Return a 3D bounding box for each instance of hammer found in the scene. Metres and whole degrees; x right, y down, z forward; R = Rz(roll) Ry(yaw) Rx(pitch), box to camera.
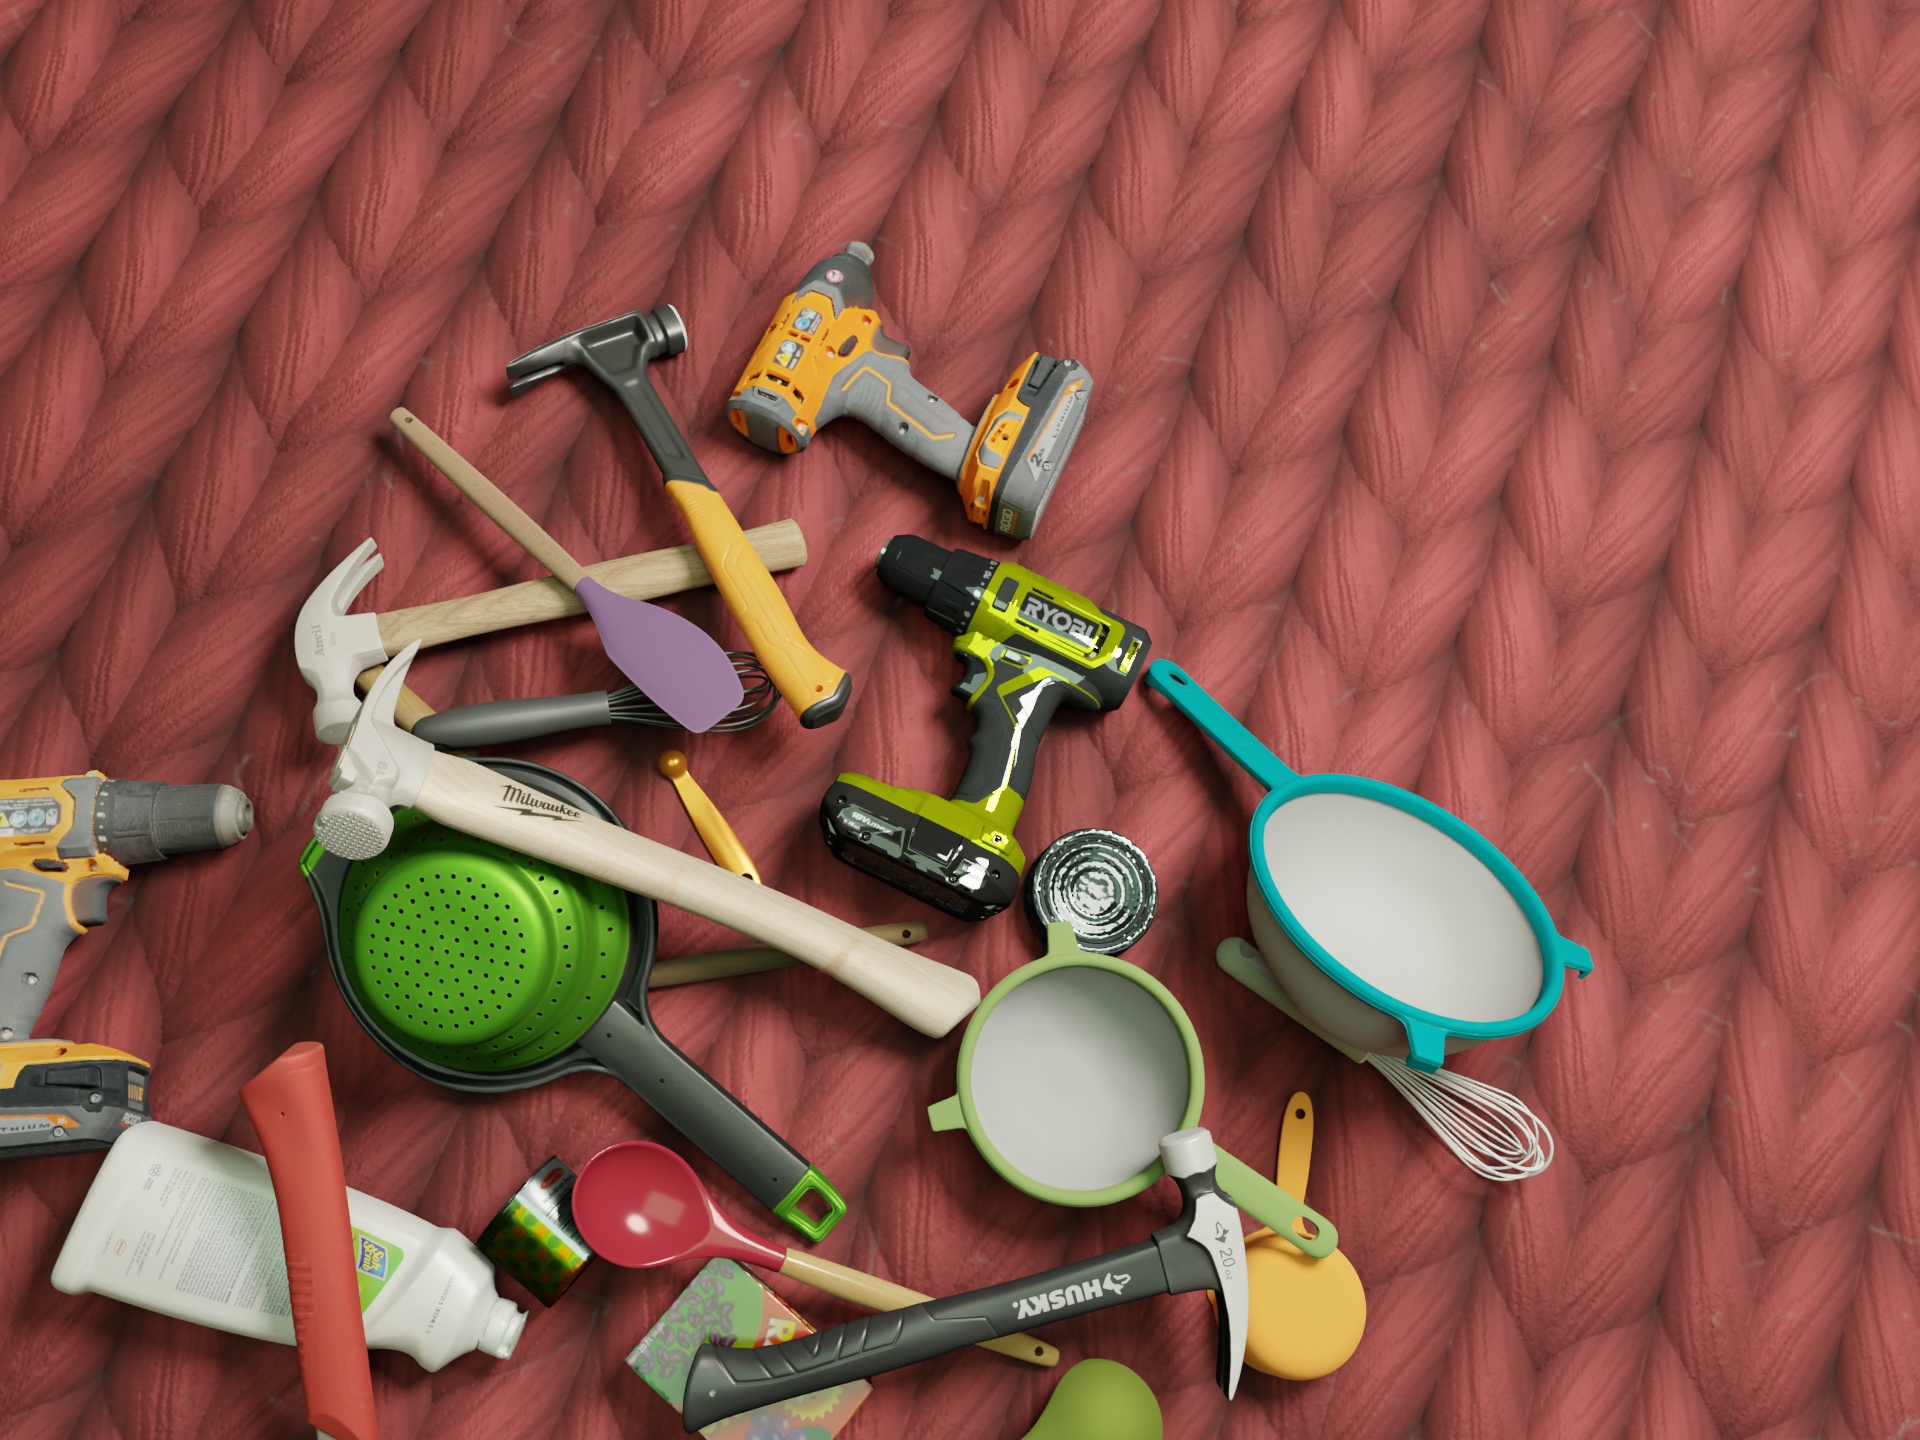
[{"bbox_3d":[0.004,0.349,0.912,0.334,0.035,0.146,-14,84,-5],"label":"hammer"},{"bbox_3d":[-0.163,0.089,0.943,0.410,0.038,0.146,27,36,-24],"label":"hammer"},{"bbox_3d":[-0.265,-0.084,1.048,0.331,0.031,0.130,-15,65,-15],"label":"hammer"},{"bbox_3d":[-0.335,0.356,0.877,0.149,0.037,0.359,-6,93,-7],"label":"hammer"},{"bbox_3d":[-0.174,-0.132,1.047,0.127,0.034,0.337,-25,69,-20],"label":"hammer"}]

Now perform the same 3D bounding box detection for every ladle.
[{"bbox_3d":[-0.081,0.326,0.941,0.315,0.031,0.069,25,69,-12],"label":"ladle"},{"bbox_3d":[-0.034,0.456,0.937,0.320,0.062,0.078,-16,81,-3],"label":"ladle"}]

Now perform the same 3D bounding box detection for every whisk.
[{"bbox_3d":[-0.228,-0.008,1.022,0.239,0.055,0.055,-8,76,-14],"label":"whisk"},{"bbox_3d":[0.271,0.216,1.028,0.246,0.059,0.058,34,36,8],"label":"whisk"},{"bbox_3d":[-0.302,0.045,1.017,0.245,0.047,0.051,40,62,10],"label":"whisk"}]

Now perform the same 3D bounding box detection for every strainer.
[{"bbox_3d":[0.223,0.097,1.034,0.211,0.095,0.341,-16,51,-40],"label":"strainer"},{"bbox_3d":[0.116,0.251,0.986,0.256,0.069,0.151,33,79,4],"label":"strainer"}]

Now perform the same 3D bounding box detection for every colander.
[{"bbox_3d":[-0.225,0.180,0.933,0.397,0.094,0.204,42,92,-2],"label":"colander"}]

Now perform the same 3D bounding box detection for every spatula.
[{"bbox_3d":[-0.261,-0.105,1.031,0.316,0.018,0.060,41,59,13],"label":"spatula"}]

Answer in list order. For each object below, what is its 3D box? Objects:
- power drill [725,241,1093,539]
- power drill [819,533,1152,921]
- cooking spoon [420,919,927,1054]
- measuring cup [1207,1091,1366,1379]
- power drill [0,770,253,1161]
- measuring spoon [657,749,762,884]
[{"bbox_3d":[-0.028,-0.235,1.103,0.226,0.084,0.164,23,73,4],"label":"power drill"},{"bbox_3d":[-0.002,-0.003,1.044,0.190,0.080,0.229,26,71,1],"label":"power drill"},{"bbox_3d":[-0.178,0.159,1.008,0.319,0.017,0.069,-8,82,-8],"label":"cooking spoon"},{"bbox_3d":[0.210,0.319,0.988,0.095,0.052,0.174,10,76,-3],"label":"measuring cup"},{"bbox_3d":[-0.524,0.139,0.948,0.185,0.084,0.226,-4,71,-9],"label":"power drill"},{"bbox_3d":[-0.163,0.067,1.038,0.021,0.011,0.117,-32,80,-13],"label":"measuring spoon"}]
